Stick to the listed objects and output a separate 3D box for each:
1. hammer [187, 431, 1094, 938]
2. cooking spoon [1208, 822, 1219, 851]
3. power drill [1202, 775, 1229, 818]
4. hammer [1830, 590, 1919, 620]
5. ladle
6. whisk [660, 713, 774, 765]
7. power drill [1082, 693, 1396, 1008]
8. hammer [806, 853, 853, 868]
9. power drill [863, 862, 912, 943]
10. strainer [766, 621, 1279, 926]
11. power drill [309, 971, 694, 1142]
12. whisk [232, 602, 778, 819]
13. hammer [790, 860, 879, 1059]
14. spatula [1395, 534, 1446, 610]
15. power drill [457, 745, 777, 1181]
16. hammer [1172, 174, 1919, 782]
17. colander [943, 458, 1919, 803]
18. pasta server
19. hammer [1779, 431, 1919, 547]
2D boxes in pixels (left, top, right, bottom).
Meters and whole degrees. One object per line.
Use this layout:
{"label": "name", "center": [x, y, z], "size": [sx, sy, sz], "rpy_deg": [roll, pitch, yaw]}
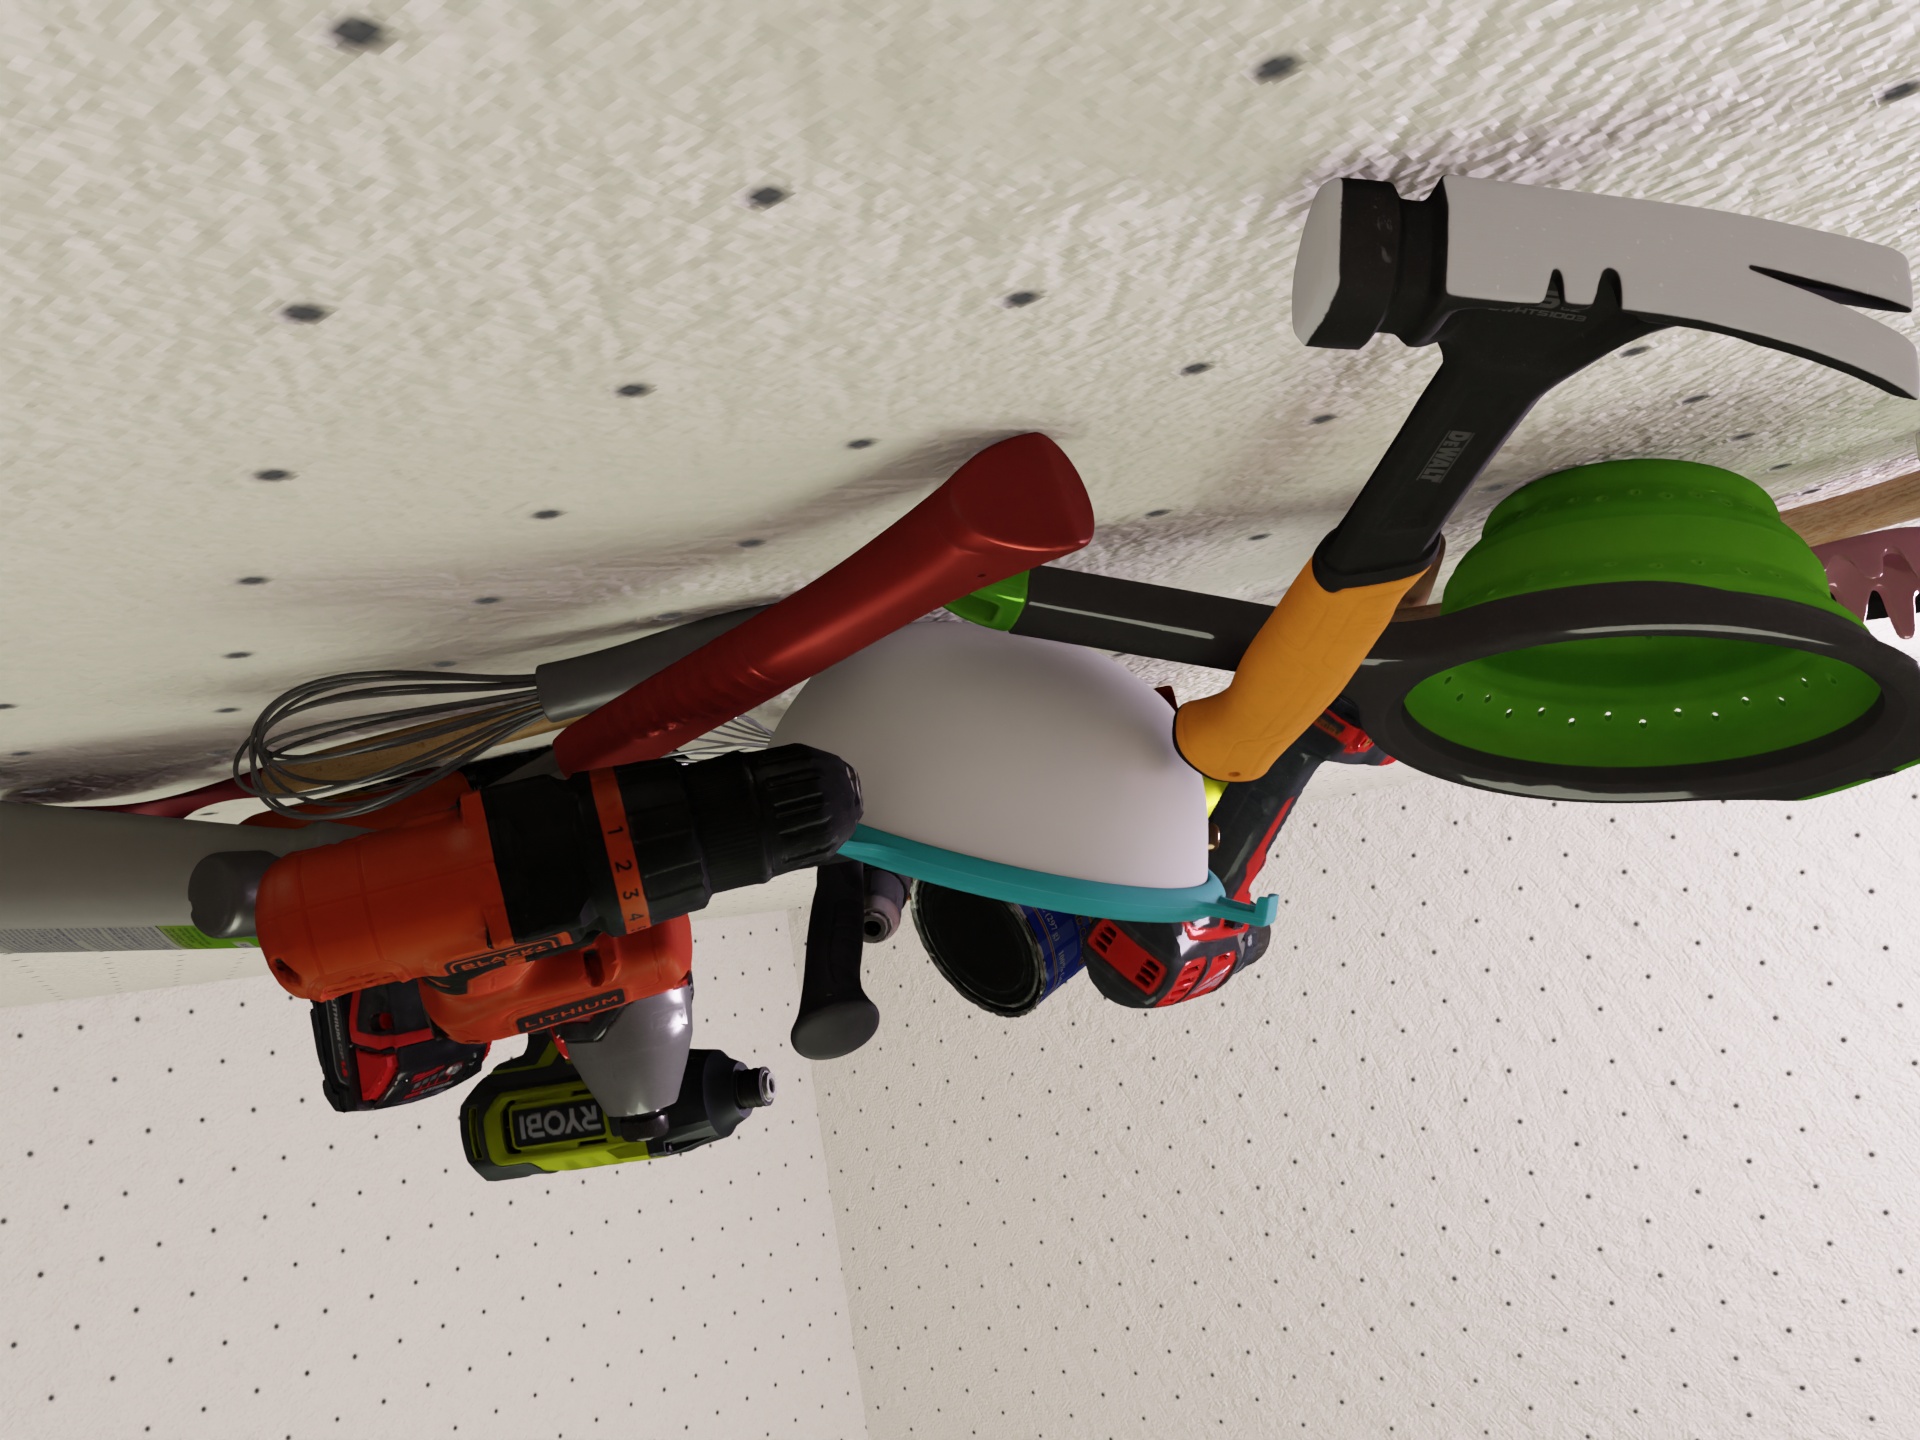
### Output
{"label": "hammer", "center": [-0.104, 0.002, 0.549], "size": [0.359, 0.037, 0.149], "rpy_deg": [-26, 166, 30]}
{"label": "cooking spoon", "center": [-0.030, 0.055, 0.797], "size": [0.319, 0.017, 0.069], "rpy_deg": [1, -175, 0]}
{"label": "power drill", "center": [0.108, 0.072, 1.179], "size": [0.191, 0.080, 0.228], "rpy_deg": [1, -165, 45]}
{"label": "hammer", "center": [0.418, -0.058, 0.802], "size": [0.128, 0.033, 0.331], "rpy_deg": [-21, -176, -29]}
{"label": "ladle", "center": [-0.290, 0.021, 0.724], "size": [0.315, 0.031, 0.069], "rpy_deg": [-13, 172, 9]}
{"label": "whisk", "center": [-0.101, 0.018, 0.835], "size": [0.070, 0.070, 0.284], "rpy_deg": [-12, 176, 16]}
{"label": "power drill", "center": [0.171, 0.059, 0.883], "size": [0.187, 0.080, 0.226], "rpy_deg": [5, 120, -60]}
{"label": "hammer", "center": [-0.149, 0.082, 0.938], "size": [0.409, 0.149, 0.036], "rpy_deg": [-13, 129, 23]}
{"label": "power drill", "center": [0.015, 0.126, 1.241], "size": [0.226, 0.084, 0.185], "rpy_deg": [10, -157, -3]}
{"label": "strainer", "center": [-0.001, -0.002, 0.729], "size": [0.211, 0.095, 0.340], "rpy_deg": [12, -173, -19]}
{"label": "power drill", "center": [-0.215, 0.128, 0.755], "size": [0.220, 0.143, 0.078], "rpy_deg": [-11, 178, 36]}
{"label": "whisk", "center": [-0.156, -0.009, 0.601], "size": [0.239, 0.055, 0.055], "rpy_deg": [-14, 172, -1]}
{"label": "hammer", "center": [-0.079, 0.101, 0.961], "size": [0.146, 0.035, 0.335], "rpy_deg": [-3, -159, -1]}
{"label": "spatula", "center": [0.231, -0.054, 0.825], "size": [0.060, 0.018, 0.315], "rpy_deg": [21, 177, 14]}
{"label": "power drill", "center": [-0.194, 0.127, 0.864], "size": [0.171, 0.223, 0.080], "rpy_deg": [-12, 172, 14]}
{"label": "hammer", "center": [0.124, -0.040, 0.470], "size": [0.127, 0.034, 0.336], "rpy_deg": [7, 162, -2]}
{"label": "colander", "center": [0.184, -0.053, 0.616], "size": [0.397, 0.095, 0.204], "rpy_deg": [10, 161, -8]}
{"label": "pasta server", "center": [0.290, -0.047, 0.716], "size": [0.316, 0.040, 0.060], "rpy_deg": [-7, 158, 19]}
{"label": "hammer", "center": [0.376, -0.084, 0.773], "size": [0.130, 0.031, 0.331], "rpy_deg": [-3, 170, -41]}
